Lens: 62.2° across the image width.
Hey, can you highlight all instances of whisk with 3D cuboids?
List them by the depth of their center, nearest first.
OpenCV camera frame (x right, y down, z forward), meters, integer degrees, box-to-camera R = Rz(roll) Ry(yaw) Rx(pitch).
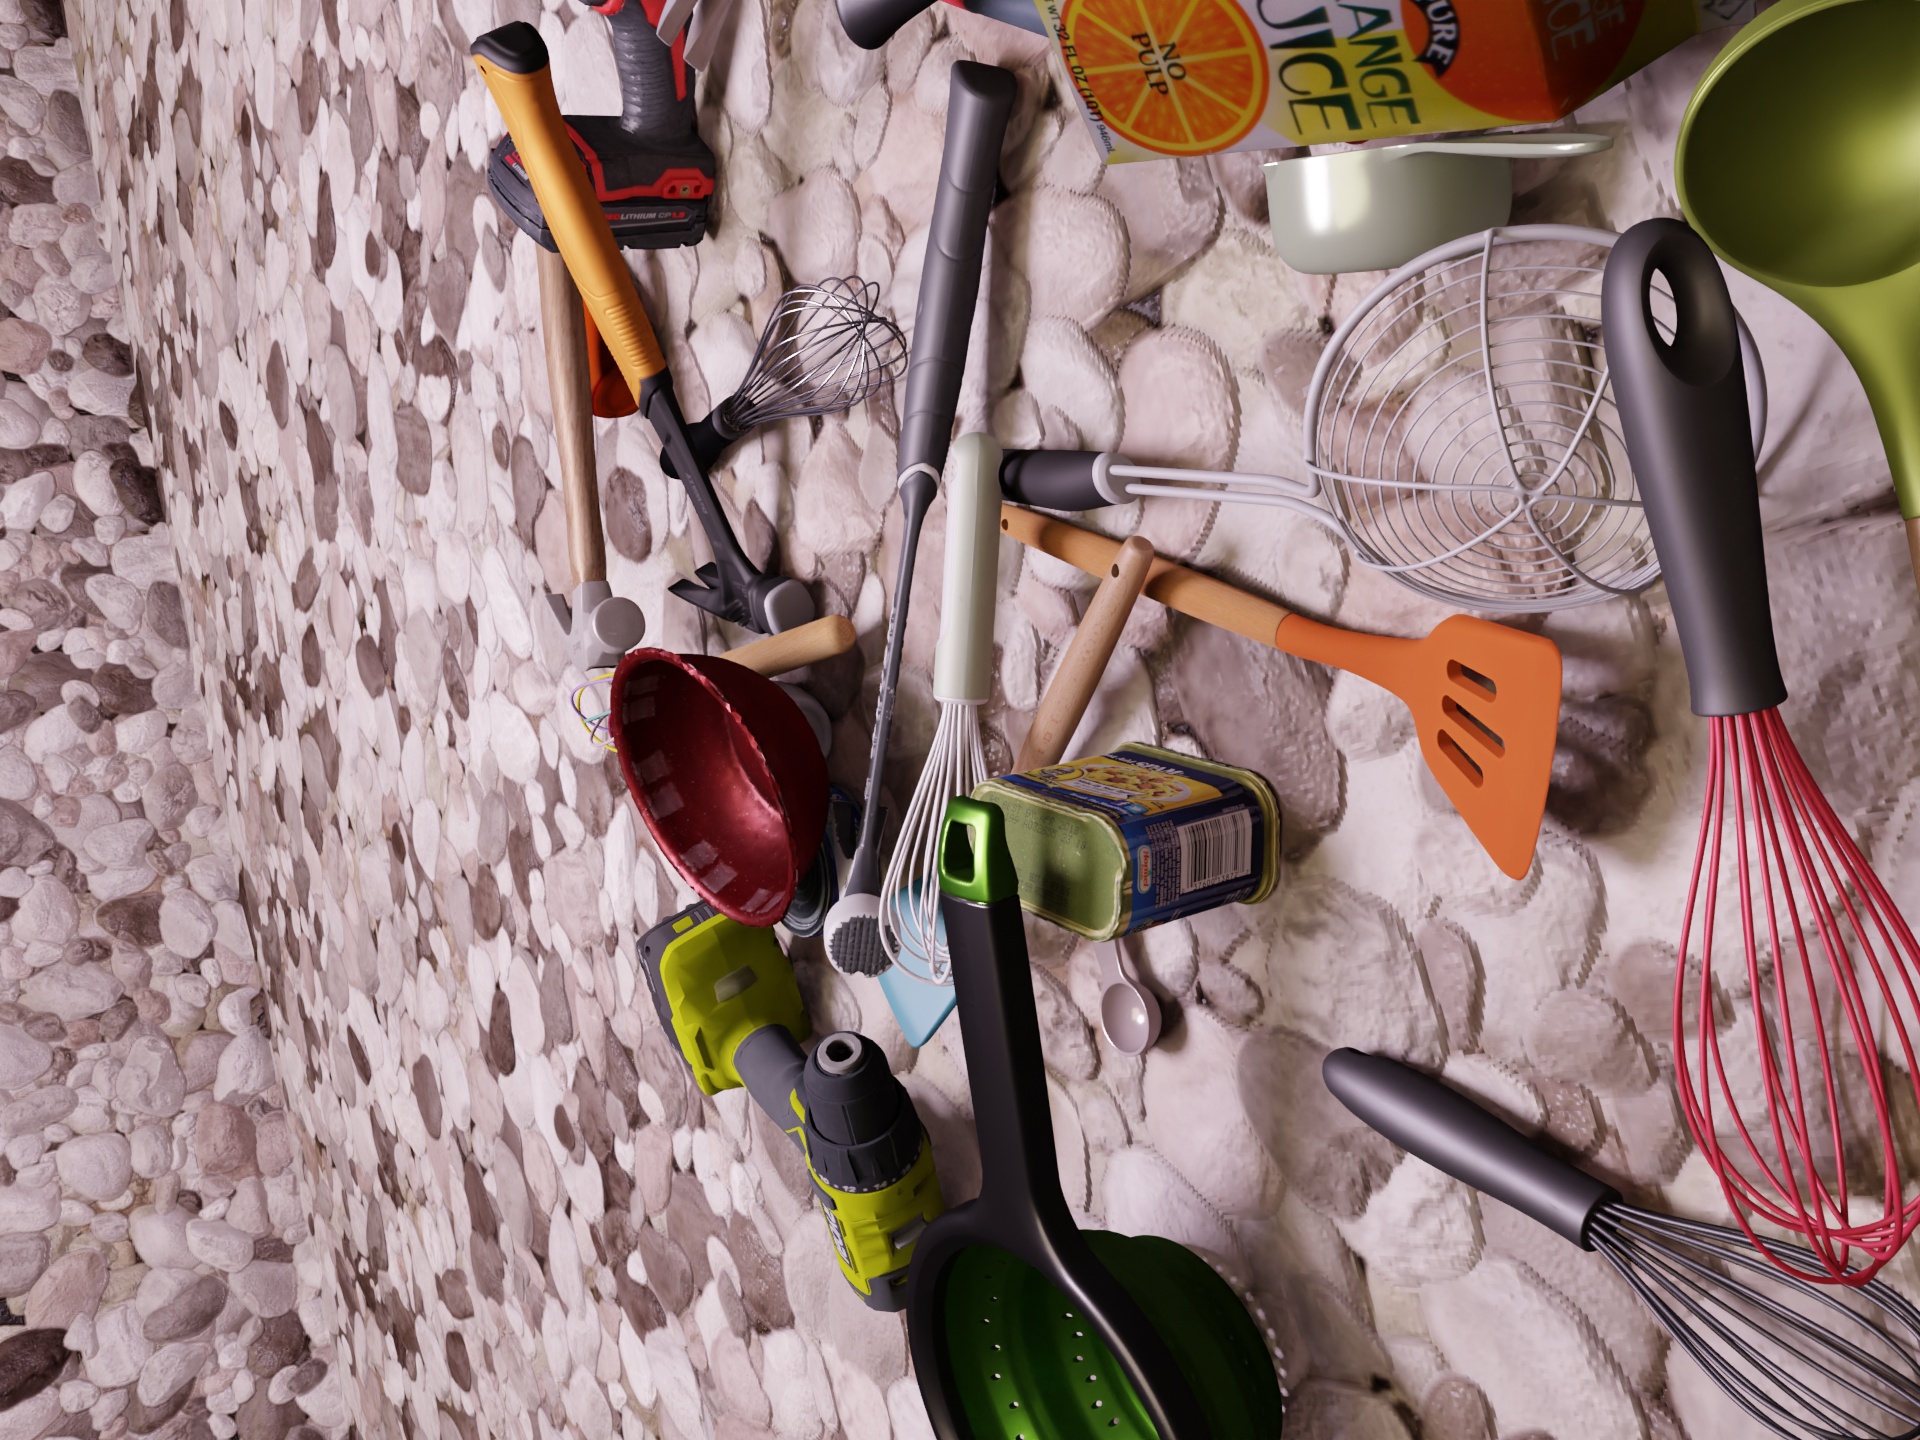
[{"bbox_3d":[0.212,0.014,0.425,0.073,0.073,0.296,-4,103,55],"label":"whisk"},{"bbox_3d":[0.205,0.163,0.518,0.239,0.055,0.055,25,118,53],"label":"whisk"},{"bbox_3d":[-0.001,-0.002,0.698,0.058,0.059,0.246,-114,28,-82],"label":"whisk"},{"bbox_3d":[-0.112,-0.176,0.870,0.284,0.070,0.070,-13,88,60],"label":"whisk"},{"bbox_3d":[-0.145,-0.020,0.914,0.245,0.051,0.047,-15,82,42],"label":"whisk"}]

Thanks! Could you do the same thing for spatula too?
[{"bbox_3d":[0.103,-0.040,0.614,0.323,0.041,0.081,30,127,49],"label":"spatula"},{"bbox_3d":[0.020,0.035,0.730,0.082,0.044,0.317,64,148,33],"label":"spatula"}]

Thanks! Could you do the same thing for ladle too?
[{"bbox_3d":[0.251,-0.026,0.401,0.078,0.062,0.320,-13,90,37],"label":"ladle"}]

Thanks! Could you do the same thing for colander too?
[{"bbox_3d":[0.059,0.213,0.669,0.205,0.094,0.397,11,113,54],"label":"colander"}]

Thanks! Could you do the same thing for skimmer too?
[{"bbox_3d":[0.110,-0.105,0.587,0.127,0.090,0.363,53,166,-23],"label":"skimmer"}]

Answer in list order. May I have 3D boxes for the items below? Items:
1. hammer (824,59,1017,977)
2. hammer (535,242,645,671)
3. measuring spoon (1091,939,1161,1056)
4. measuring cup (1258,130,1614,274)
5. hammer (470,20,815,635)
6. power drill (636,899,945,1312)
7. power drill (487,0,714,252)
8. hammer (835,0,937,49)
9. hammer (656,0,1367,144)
[{"bbox_3d":[-0.021,-0.094,0.749,0.149,0.036,0.408,-107,25,-72],"label":"hammer"},{"bbox_3d":[-0.236,-0.193,0.966,0.130,0.031,0.331,161,103,-64],"label":"hammer"},{"bbox_3d":[0.069,0.089,0.720,0.034,0.018,0.124,-34,64,52],"label":"measuring spoon"},{"bbox_3d":[0.143,-0.150,0.464,0.168,0.083,0.038,-115,17,-70],"label":"measuring cup"},{"bbox_3d":[-0.177,-0.199,0.857,0.127,0.034,0.336,22,140,50],"label":"hammer"},{"bbox_3d":[-0.090,0.191,0.872,0.229,0.080,0.190,40,150,43],"label":"power drill"},{"bbox_3d":[-0.188,-0.371,0.854,0.079,0.143,0.219,48,136,33],"label":"power drill"},{"bbox_3d":[0.075,-0.303,0.525,0.335,0.035,0.146,-9,105,45],"label":"hammer"},{"bbox_3d":[0.010,-0.290,0.648,0.387,0.038,0.143,40,100,38],"label":"hammer"}]
